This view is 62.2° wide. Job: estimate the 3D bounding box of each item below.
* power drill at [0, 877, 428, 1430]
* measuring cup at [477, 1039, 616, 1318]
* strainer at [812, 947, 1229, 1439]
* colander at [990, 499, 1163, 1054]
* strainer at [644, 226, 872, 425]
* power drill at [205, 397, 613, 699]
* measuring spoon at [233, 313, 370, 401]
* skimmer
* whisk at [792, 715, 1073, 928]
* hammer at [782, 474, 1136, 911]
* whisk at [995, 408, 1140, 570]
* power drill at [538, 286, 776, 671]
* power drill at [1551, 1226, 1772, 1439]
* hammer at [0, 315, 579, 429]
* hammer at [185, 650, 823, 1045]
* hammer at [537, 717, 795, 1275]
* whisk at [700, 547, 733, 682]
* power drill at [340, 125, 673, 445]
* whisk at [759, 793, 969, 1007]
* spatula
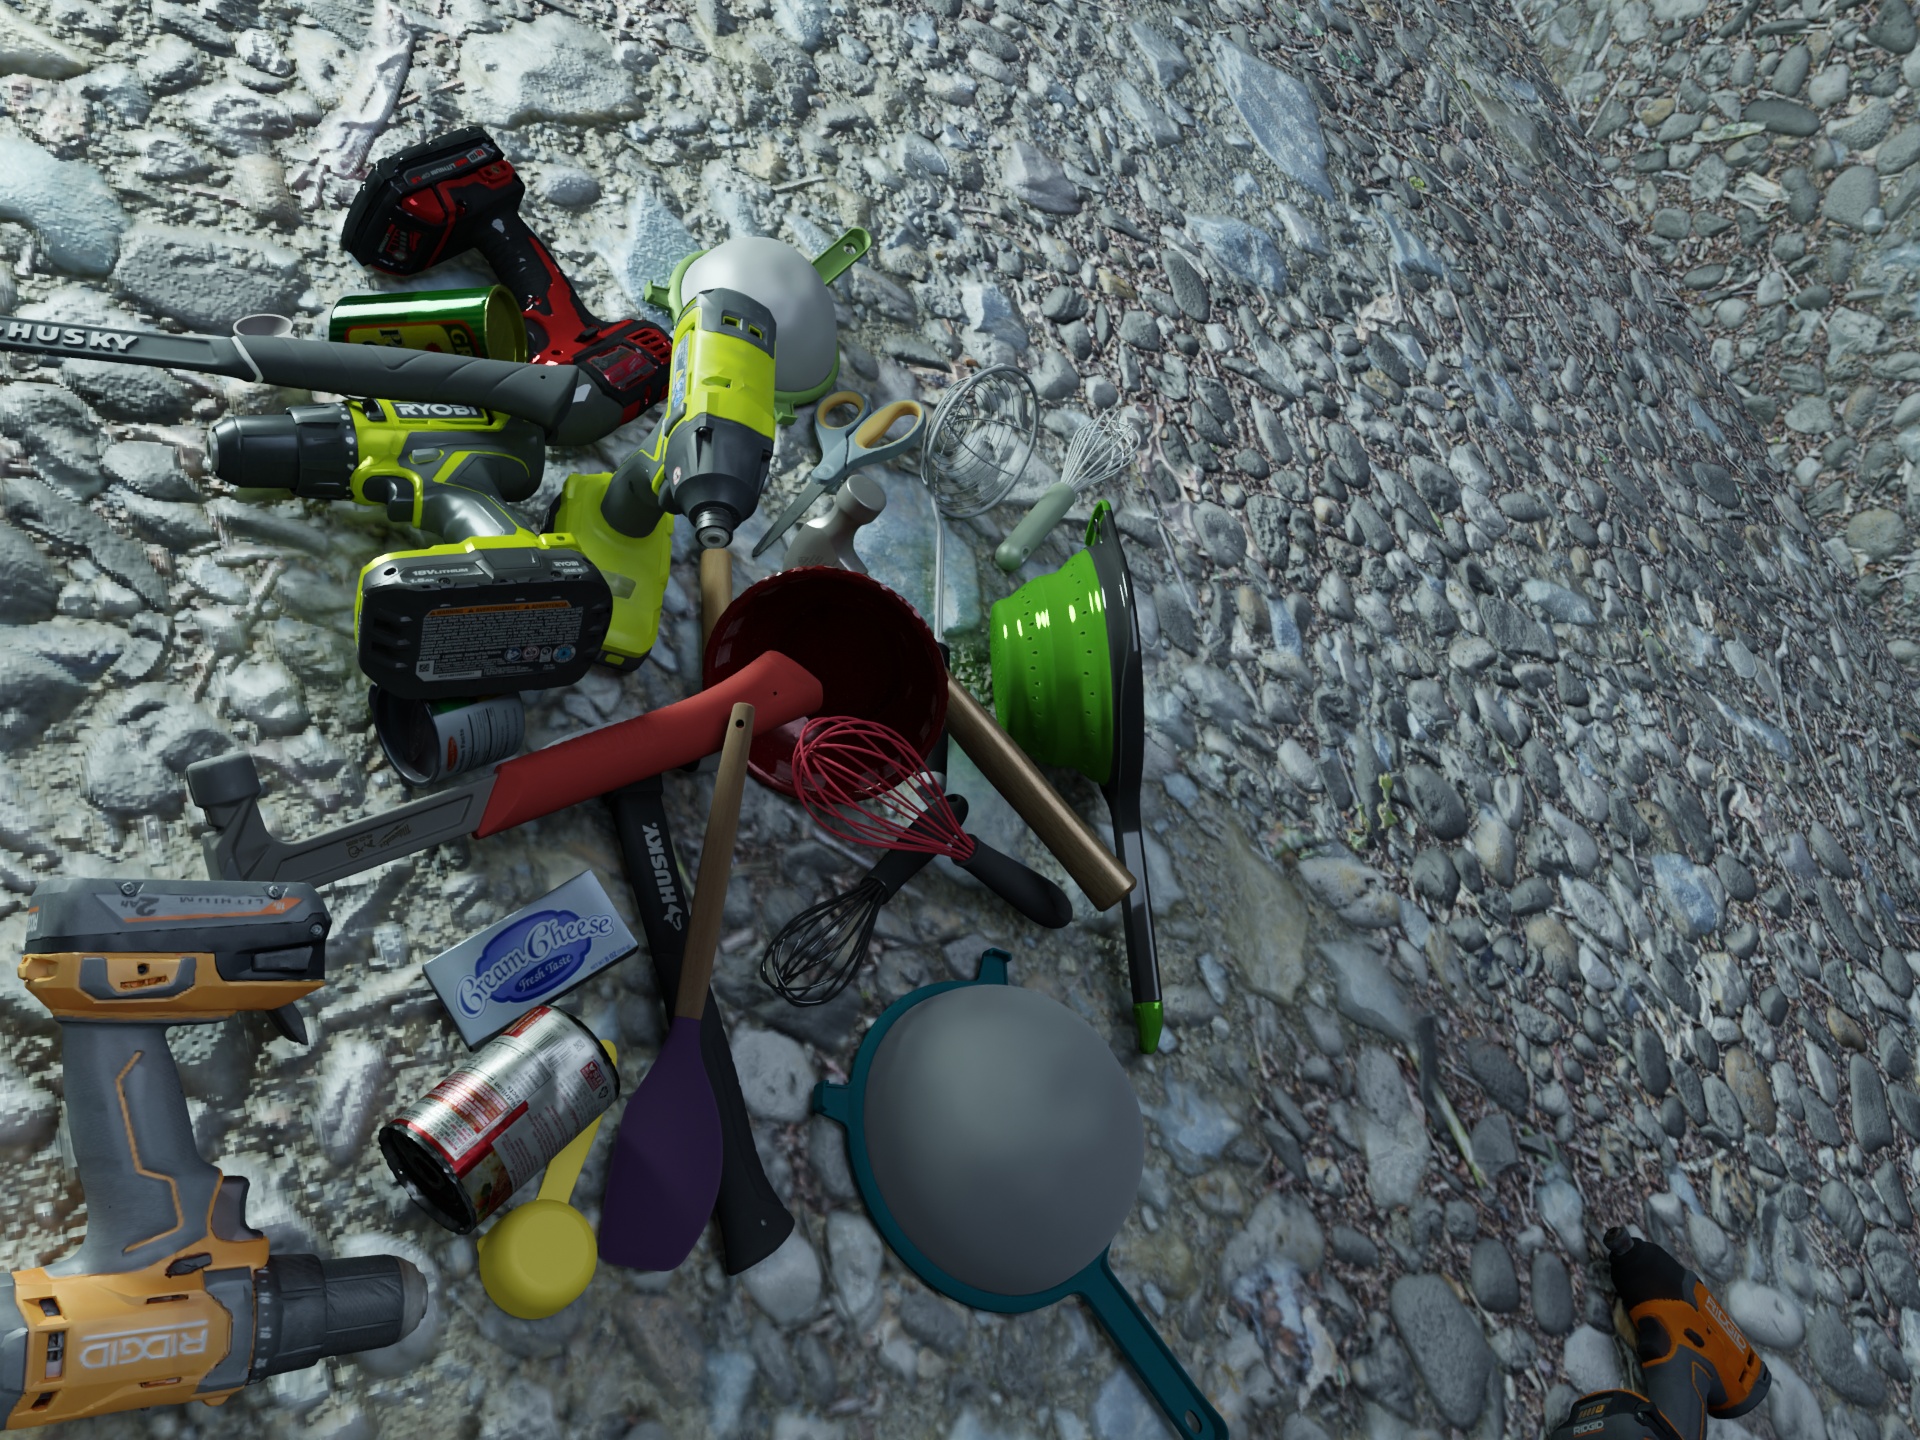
[{"bbox_3d":[-0.331,0.187,0.713,0.185,0.084,0.226,6,78,-35],"label":"power drill"},{"bbox_3d":[-0.206,0.236,0.843,0.062,0.029,0.157,29,48,-20],"label":"measuring cup"},{"bbox_3d":[0.078,0.299,0.978,0.211,0.095,0.340,-31,82,-46],"label":"strainer"},{"bbox_3d":[0.080,0.043,1.151,0.094,0.204,0.397,-5,79,-3],"label":"colander"},{"bbox_3d":[-0.124,-0.355,1.274,0.151,0.069,0.256,43,46,-7],"label":"strainer"},{"bbox_3d":[-0.315,-0.113,0.917,0.190,0.080,0.229,-7,43,-33],"label":"power drill"},{"bbox_3d":[-0.398,-0.216,0.968,0.124,0.018,0.034,33,44,25],"label":"measuring spoon"},{"bbox_3d":[0.012,-0.110,1.204,0.127,0.090,0.364,59,28,-54],"label":"skimmer"},{"bbox_3d":[-0.008,0.076,1.037,0.295,0.073,0.073,37,41,-44],"label":"whisk"},{"bbox_3d":[-0.002,-0.003,1.082,0.331,0.130,0.031,50,37,4],"label":"hammer"},{"bbox_3d":[0.090,-0.198,1.362,0.059,0.057,0.246,20,44,19],"label":"whisk"},{"bbox_3d":[-0.183,-0.131,0.967,0.080,0.223,0.171,18,52,-29],"label":"power drill"},{"bbox_3d":[0.529,0.504,1.211,0.164,0.084,0.226,52,40,4],"label":"power drill"},{"bbox_3d":[-0.424,-0.208,0.896,0.408,0.036,0.149,2,56,-20],"label":"hammer"},{"bbox_3d":[-0.226,0.042,0.885,0.359,0.037,0.149,-21,100,-37],"label":"hammer"},{"bbox_3d":[-0.166,0.152,0.927,0.146,0.035,0.335,-2,64,-40],"label":"hammer"},{"bbox_3d":[-0.172,-0.135,1.110,0.051,0.047,0.245,14,58,-33],"label":"whisk"},{"bbox_3d":[-0.305,-0.284,1.084,0.219,0.078,0.143,48,44,-6],"label":"power drill"},{"bbox_3d":[-0.053,0.110,1.038,0.055,0.055,0.239,48,40,-2],"label":"whisk"},{"bbox_3d":[-0.146,0.141,0.888,0.059,0.018,0.316,9,73,-4],"label":"spatula"}]
